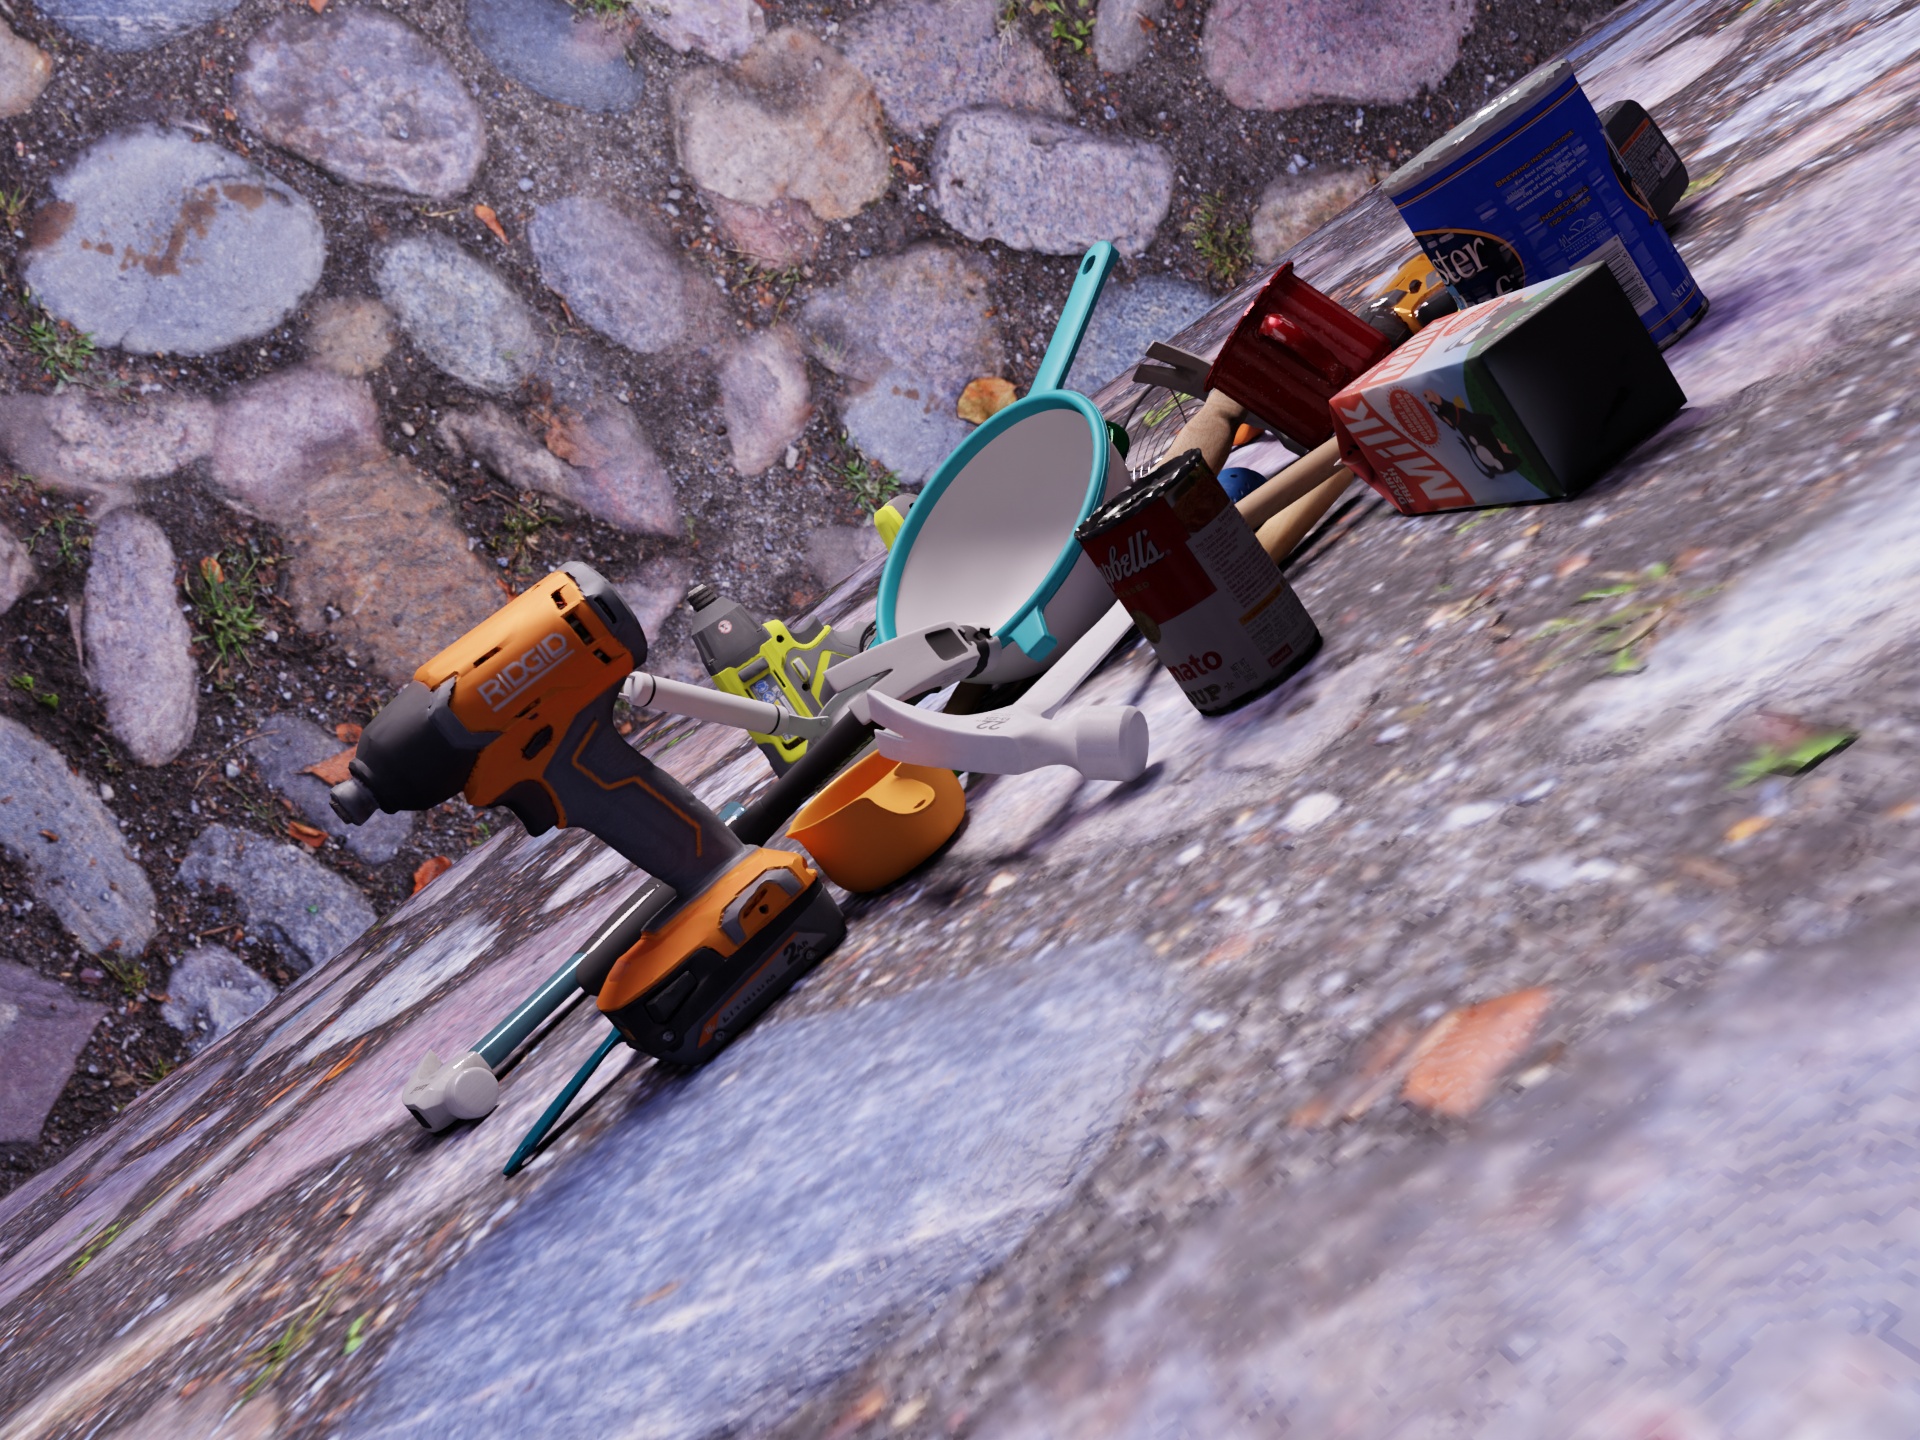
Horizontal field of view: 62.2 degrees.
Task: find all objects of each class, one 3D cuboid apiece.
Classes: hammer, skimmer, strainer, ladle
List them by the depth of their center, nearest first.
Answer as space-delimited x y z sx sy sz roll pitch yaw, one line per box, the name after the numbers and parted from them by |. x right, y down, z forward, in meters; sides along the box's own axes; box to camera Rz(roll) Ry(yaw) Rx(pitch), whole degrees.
0.224 -0.170 0.870 0.320 0.062 0.078 -34 37 -17 | ladle
0.093 -0.068 0.882 0.144 0.035 0.405 1 25 27 | hammer
-0.120 0.061 0.933 0.334 0.035 0.146 -43 -10 24 | hammer
-0.107 0.003 0.971 0.050 0.258 0.087 31 102 46 | strainer
0.152 -0.178 0.983 0.031 0.130 0.331 -63 -4 25 | hammer
0.067 -0.159 1.059 0.211 0.095 0.340 -5 58 53 | strainer
-0.247 0.158 1.086 0.128 0.033 0.331 -24 16 46 | hammer
0.138 -0.196 1.144 0.127 0.090 0.363 -62 -6 15 | skimmer

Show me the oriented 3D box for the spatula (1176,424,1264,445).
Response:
0.233 -0.248 1.248 0.081 0.041 0.322 -30 3 2 | spatula

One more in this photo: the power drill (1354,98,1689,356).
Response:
0.347 -0.295 1.060 0.185 0.084 0.226 -46 11 -36 | power drill

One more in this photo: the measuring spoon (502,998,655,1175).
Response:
-0.187 0.187 0.825 0.129 0.021 0.042 -52 16 -26 | measuring spoon

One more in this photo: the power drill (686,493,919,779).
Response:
-0.094 -0.078 1.270 0.223 0.171 0.080 -35 10 -11 | power drill

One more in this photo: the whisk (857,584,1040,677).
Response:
0.024 -0.074 1.141 0.239 0.055 0.055 -17 18 25 | whisk

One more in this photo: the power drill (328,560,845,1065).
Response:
-0.180 0.057 0.771 0.164 0.226 0.084 -41 11 -24 | power drill

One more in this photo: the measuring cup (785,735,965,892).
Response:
-0.028 0.052 0.797 0.095 0.052 0.174 -38 12 -12 | measuring cup

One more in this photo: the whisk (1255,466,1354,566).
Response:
0.233 -0.156 0.919 0.245 0.047 0.051 -46 2 -26 | whisk

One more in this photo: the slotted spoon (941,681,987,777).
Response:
-0.002 -0.003 1.028 0.070 0.031 0.314 -33 9 17 | slotted spoon
